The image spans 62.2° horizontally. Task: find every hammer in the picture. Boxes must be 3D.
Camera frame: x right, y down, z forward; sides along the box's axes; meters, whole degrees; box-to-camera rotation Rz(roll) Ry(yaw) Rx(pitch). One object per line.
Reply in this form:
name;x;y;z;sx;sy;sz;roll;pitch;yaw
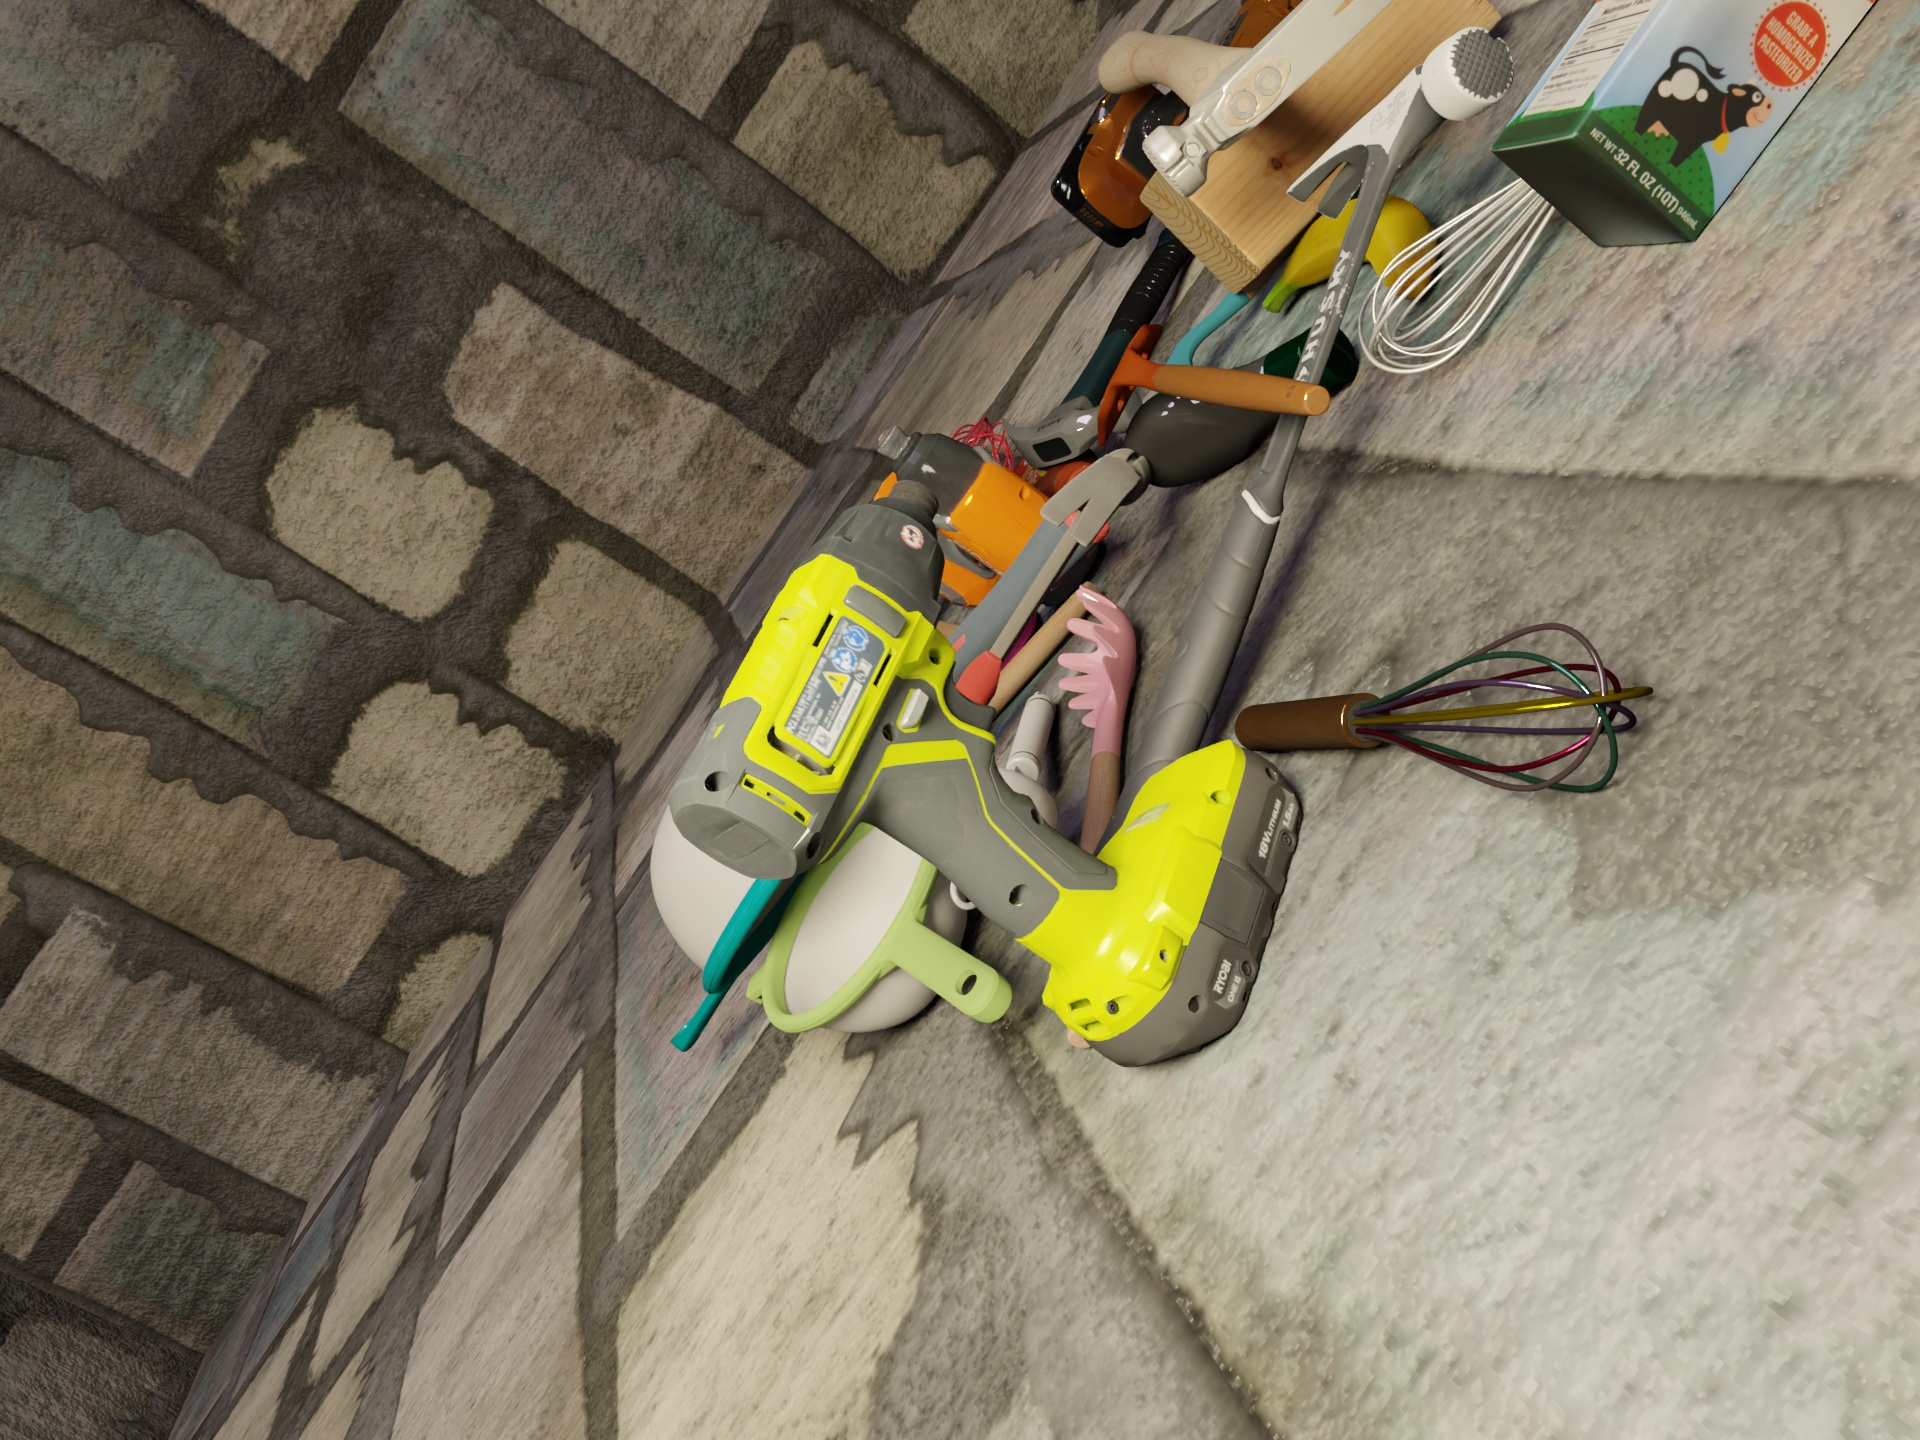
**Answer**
hammer;-0.002;-0.003;0.961;0.359;0.037;0.149;-57;-5;29
hammer;-0.031;0.002;1.073;0.386;0.038;0.143;-46;36;32
hammer;0.126;-0.297;1.220;0.128;0.033;0.331;-18;31;39
hammer;0.145;-0.119;0.754;0.409;0.036;0.149;-69;14;-7
hammer;0.149;-0.415;0.992;0.146;0.038;0.411;-41;21;14

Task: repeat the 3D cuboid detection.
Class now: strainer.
strainer;-0.149;0.094;1.002;0.340;0.095;0.211;-56;-3;40
strainer;0.033;0.028;0.861;0.050;0.087;0.258;-41;9;20
strainer;-0.018;0.123;0.832;0.151;0.069;0.256;-57;24;-8

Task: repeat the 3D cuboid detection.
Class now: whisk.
whisk;0.164;0.000;0.586;0.047;0.051;0.245;-38;8;-13
whisk;-0.014;-0.152;1.345;0.073;0.073;0.296;-37;25;49
whisk;0.281;-0.259;0.735;0.246;0.057;0.059;-46;60;19

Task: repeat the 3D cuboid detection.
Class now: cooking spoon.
cooking spoon;-0.002;-0.066;1.233;0.069;0.017;0.319;-54;16;-4

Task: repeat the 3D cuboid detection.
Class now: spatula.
spatula;0.121;-0.170;0.815;0.081;0.041;0.323;-63;18;8
spatula;-0.007;0.020;1.079;0.316;0.018;0.060;-48;22;29
spatula;0.211;-0.297;1.063;0.317;0.044;0.082;-51;14;-1

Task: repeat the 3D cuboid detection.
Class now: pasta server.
pasta server;0.064;0.037;0.800;0.316;0.040;0.060;-79;3;-51

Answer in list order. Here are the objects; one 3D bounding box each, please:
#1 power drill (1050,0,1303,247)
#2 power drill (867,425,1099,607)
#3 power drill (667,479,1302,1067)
power drill;0.155;-0.423;1.170;0.185;0.084;0.226;-62;21;-15
power drill;-0.005;-0.149;1.147;0.084;0.164;0.226;-57;14;-5
power drill;0.019;0.020;0.621;0.080;0.223;0.171;-32;29;55
